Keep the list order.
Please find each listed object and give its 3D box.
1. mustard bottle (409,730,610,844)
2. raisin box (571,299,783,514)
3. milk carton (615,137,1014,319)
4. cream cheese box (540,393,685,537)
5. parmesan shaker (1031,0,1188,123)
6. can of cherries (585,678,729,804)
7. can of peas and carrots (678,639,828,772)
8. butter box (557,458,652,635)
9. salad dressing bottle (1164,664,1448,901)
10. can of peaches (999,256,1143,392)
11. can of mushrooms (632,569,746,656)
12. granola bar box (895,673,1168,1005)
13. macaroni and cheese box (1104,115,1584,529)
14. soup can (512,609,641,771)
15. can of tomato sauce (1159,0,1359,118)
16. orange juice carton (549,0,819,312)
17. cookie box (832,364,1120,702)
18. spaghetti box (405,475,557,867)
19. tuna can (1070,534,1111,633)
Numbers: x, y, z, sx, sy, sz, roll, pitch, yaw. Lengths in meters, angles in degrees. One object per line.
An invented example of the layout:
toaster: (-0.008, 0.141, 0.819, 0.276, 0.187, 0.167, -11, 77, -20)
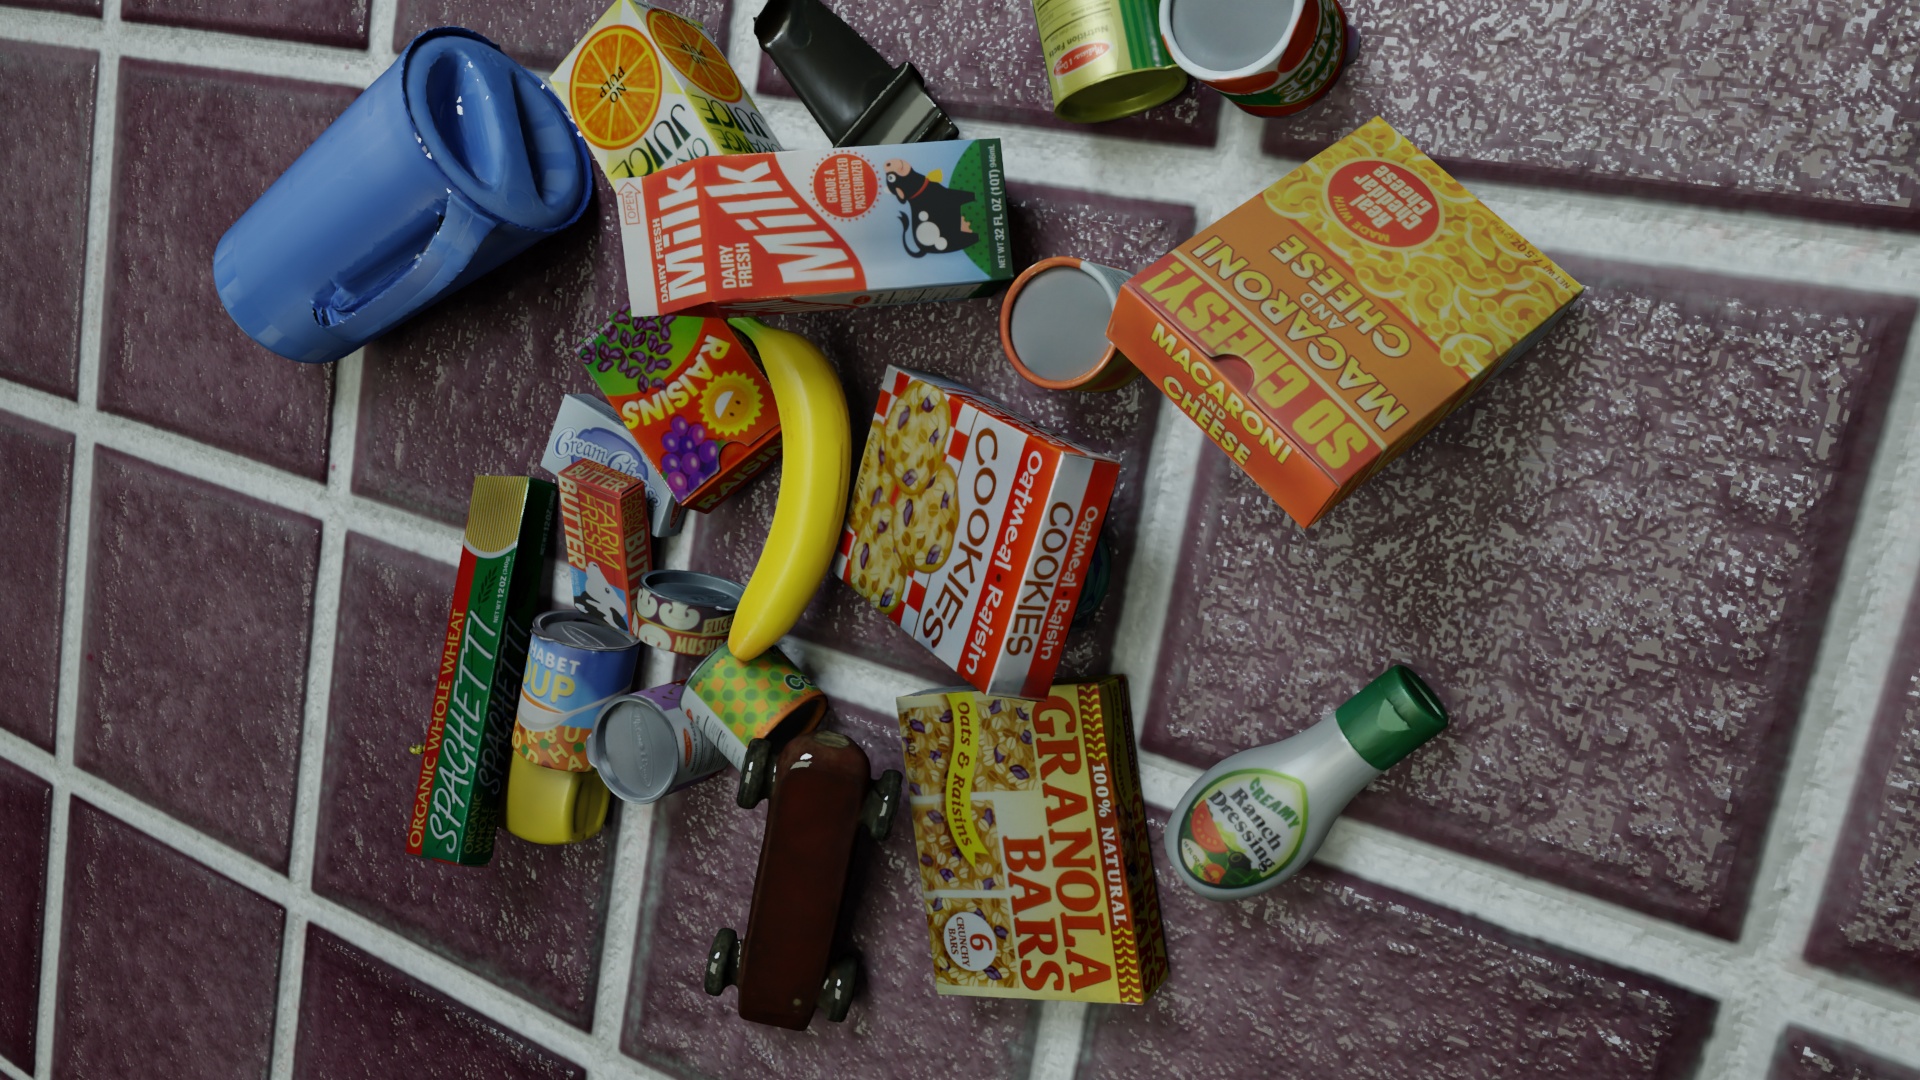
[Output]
mustard bottle: (-0.304, 0.153, 0.919, 0.160, 0.049, 0.065, 12, 94, 27)
raisin box: (-0.157, -0.090, 0.814, 0.086, 0.040, 0.123, -38, 76, 5)
milk carton: (-0.074, -0.156, 0.705, 0.191, 0.073, 0.072, -7, 93, -8)
cream cheese box: (-0.212, -0.048, 0.868, 0.104, 0.024, 0.053, 29, 105, 23)
parmesan shaker: (0.070, -0.266, 0.678, 0.071, 0.071, 0.103, -12, 88, 28)
can of cherries: (-0.182, 0.121, 0.847, 0.071, 0.058, 0.071, 3, 97, 27)
can of peas and carrots: (-0.118, 0.093, 0.808, 0.059, 0.071, 0.070, 42, 112, 18)
butter box: (-0.216, 0.004, 0.854, 0.053, 0.024, 0.103, 21, 126, 27)
salad dressing bottle: (0.166, 0.117, 0.672, 0.147, 0.044, 0.064, -44, 73, 23)
can of peaches: (0.059, -0.107, 0.702, 0.071, 0.058, 0.071, 3, 95, 27)
can of mushrooms: (-0.158, 0.043, 0.823, 0.071, 0.071, 0.033, 19, 103, 25)
granola bar box: (0.037, 0.159, 0.746, 0.124, 0.039, 0.165, -8, 90, 29)
macaroni and cheese box: (0.165, -0.099, 0.596, 0.124, 0.167, 0.040, 47, 155, 17)
soup can: (-0.243, 0.093, 0.869, 0.071, 0.071, 0.083, 21, 104, 25)
can of tomato sauce: (0.137, -0.234, 0.636, 0.071, 0.083, 0.071, 3, 96, 28)
orange juice carton: (-0.147, -0.209, 0.794, 0.073, 0.072, 0.193, -37, 77, 26)
cookie box: (0.003, -0.009, 0.710, 0.168, 0.040, 0.122, 33, 111, 52)
spaghetti box: (-0.306, 0.081, 0.889, 0.050, 0.028, 0.250, 2, 79, 28)
tuna can: (0.044, 0.017, 0.734, 0.071, 0.033, 0.071, 2, 95, 28)
